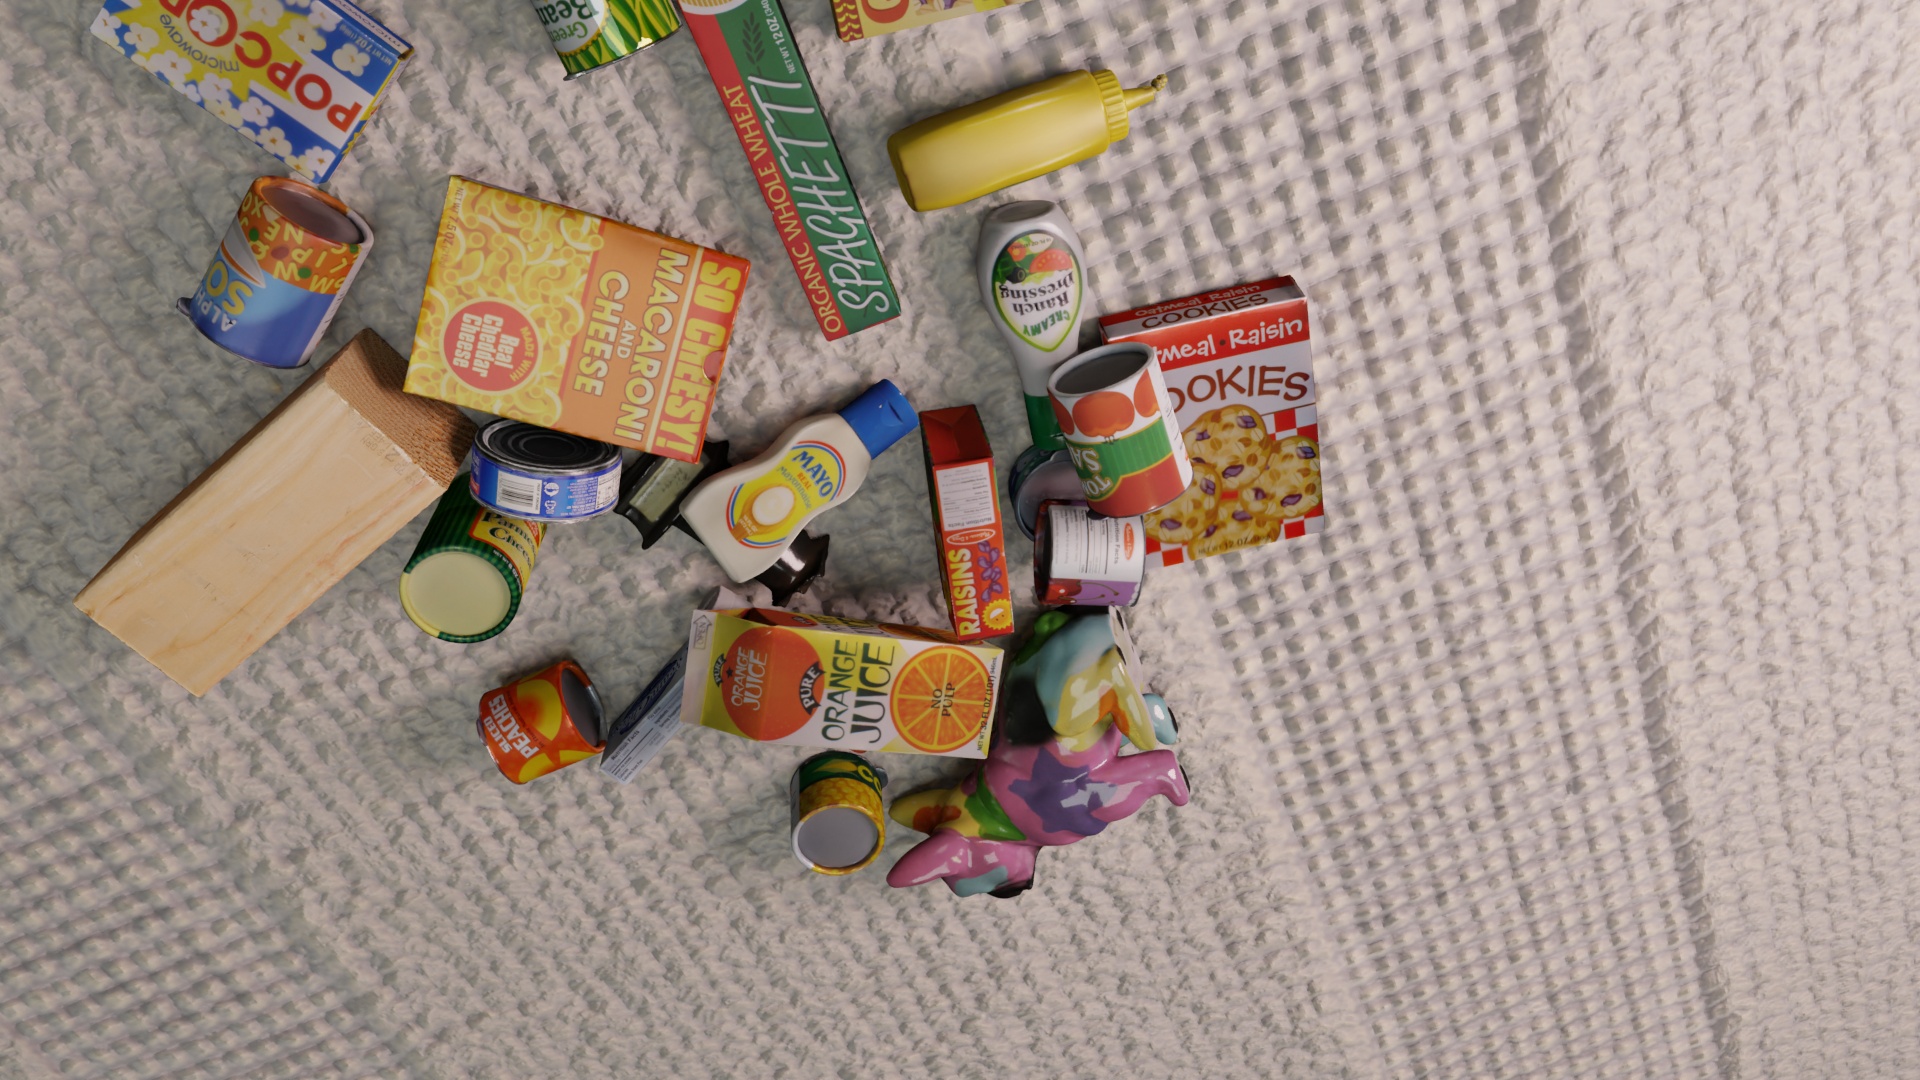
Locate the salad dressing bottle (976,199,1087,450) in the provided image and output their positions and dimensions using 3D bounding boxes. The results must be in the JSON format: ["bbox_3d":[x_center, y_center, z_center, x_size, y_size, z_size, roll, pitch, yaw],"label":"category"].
[{"bbox_3d":[0.049,-0.127,0.833,0.064,0.044,0.147,-14,119,-2],"label":"salad dressing bottle"}]

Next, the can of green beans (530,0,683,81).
[{"bbox_3d":[-0.185,-0.278,0.712,0.071,0.071,0.057,-21,118,4],"label":"can of green beans"}]

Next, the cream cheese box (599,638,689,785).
[{"bbox_3d":[-0.197,0.110,0.921,0.024,0.053,0.103,37,107,-21],"label":"cream cheese box"}]

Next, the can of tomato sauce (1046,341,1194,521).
[{"bbox_3d":[0.092,-0.064,0.813,0.071,0.071,0.082,-20,117,4],"label":"can of tomato sauce"}]

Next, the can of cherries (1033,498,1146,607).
[{"bbox_3d":[0.078,0.009,0.858,0.058,0.072,0.071,1,117,-7],"label":"can of cherries"}]

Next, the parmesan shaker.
[{"bbox_3d":[-0.287,0.010,0.830,0.071,0.103,0.071,-3,118,-6],"label":"parmesan shaker"}]

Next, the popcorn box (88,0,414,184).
[{"bbox_3d":[-0.363,-0.258,0.717,0.126,0.038,0.085,35,109,-22],"label":"popcorn box"}]

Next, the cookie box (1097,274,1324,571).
[{"bbox_3d":[0.160,-0.072,0.878,0.123,0.040,0.166,-13,119,0],"label":"cookie box"}]

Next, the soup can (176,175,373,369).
[{"bbox_3d":[-0.372,-0.147,0.757,0.071,0.071,0.083,31,110,-20],"label":"soup can"}]

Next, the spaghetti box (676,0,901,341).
[{"bbox_3d":[-0.098,-0.228,0.771,0.050,0.029,0.249,-20,118,5],"label":"spaghetti box"}]

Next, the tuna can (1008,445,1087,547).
[{"bbox_3d":[0.065,-0.033,0.890,0.071,0.033,0.070,-3,118,-6],"label":"tuna can"}]

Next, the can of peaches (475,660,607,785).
[{"bbox_3d":[-0.272,0.118,0.907,0.058,0.071,0.071,-22,118,4],"label":"can of peaches"}]

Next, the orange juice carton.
[{"bbox_3d":[-0.077,0.088,0.870,0.193,0.073,0.071,8,93,-21],"label":"orange juice carton"}]

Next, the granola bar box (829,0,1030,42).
[{"bbox_3d":[-0.022,-0.354,0.708,0.124,0.039,0.164,-13,119,-1],"label":"granola bar box"}]

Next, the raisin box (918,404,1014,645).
[{"bbox_3d":[0.003,-0.011,0.864,0.040,0.086,0.122,-10,118,-4],"label":"raisin box"}]

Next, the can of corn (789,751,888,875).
[{"bbox_3d":[-0.084,0.191,0.975,0.071,0.058,0.070,-3,118,-5],"label":"can of corn"}]

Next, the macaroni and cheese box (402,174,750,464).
[{"bbox_3d":[-0.216,-0.123,0.790,0.166,0.040,0.123,14,102,-14],"label":"macaroni and cheese box"}]

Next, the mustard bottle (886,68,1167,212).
[{"bbox_3d":[0.041,-0.227,0.770,0.160,0.065,0.048,-18,114,-1],"label":"mustard bottle"}]

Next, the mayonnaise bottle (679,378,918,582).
[{"bbox_3d":[-0.094,-0.041,0.839,0.148,0.041,0.064,-38,107,-9],"label":"mayonnaise bottle"}]

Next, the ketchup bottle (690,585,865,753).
[{"bbox_3d":[-0.108,0.082,0.923,0.148,0.044,0.064,34,105,-21],"label":"ketchup bottle"}]
